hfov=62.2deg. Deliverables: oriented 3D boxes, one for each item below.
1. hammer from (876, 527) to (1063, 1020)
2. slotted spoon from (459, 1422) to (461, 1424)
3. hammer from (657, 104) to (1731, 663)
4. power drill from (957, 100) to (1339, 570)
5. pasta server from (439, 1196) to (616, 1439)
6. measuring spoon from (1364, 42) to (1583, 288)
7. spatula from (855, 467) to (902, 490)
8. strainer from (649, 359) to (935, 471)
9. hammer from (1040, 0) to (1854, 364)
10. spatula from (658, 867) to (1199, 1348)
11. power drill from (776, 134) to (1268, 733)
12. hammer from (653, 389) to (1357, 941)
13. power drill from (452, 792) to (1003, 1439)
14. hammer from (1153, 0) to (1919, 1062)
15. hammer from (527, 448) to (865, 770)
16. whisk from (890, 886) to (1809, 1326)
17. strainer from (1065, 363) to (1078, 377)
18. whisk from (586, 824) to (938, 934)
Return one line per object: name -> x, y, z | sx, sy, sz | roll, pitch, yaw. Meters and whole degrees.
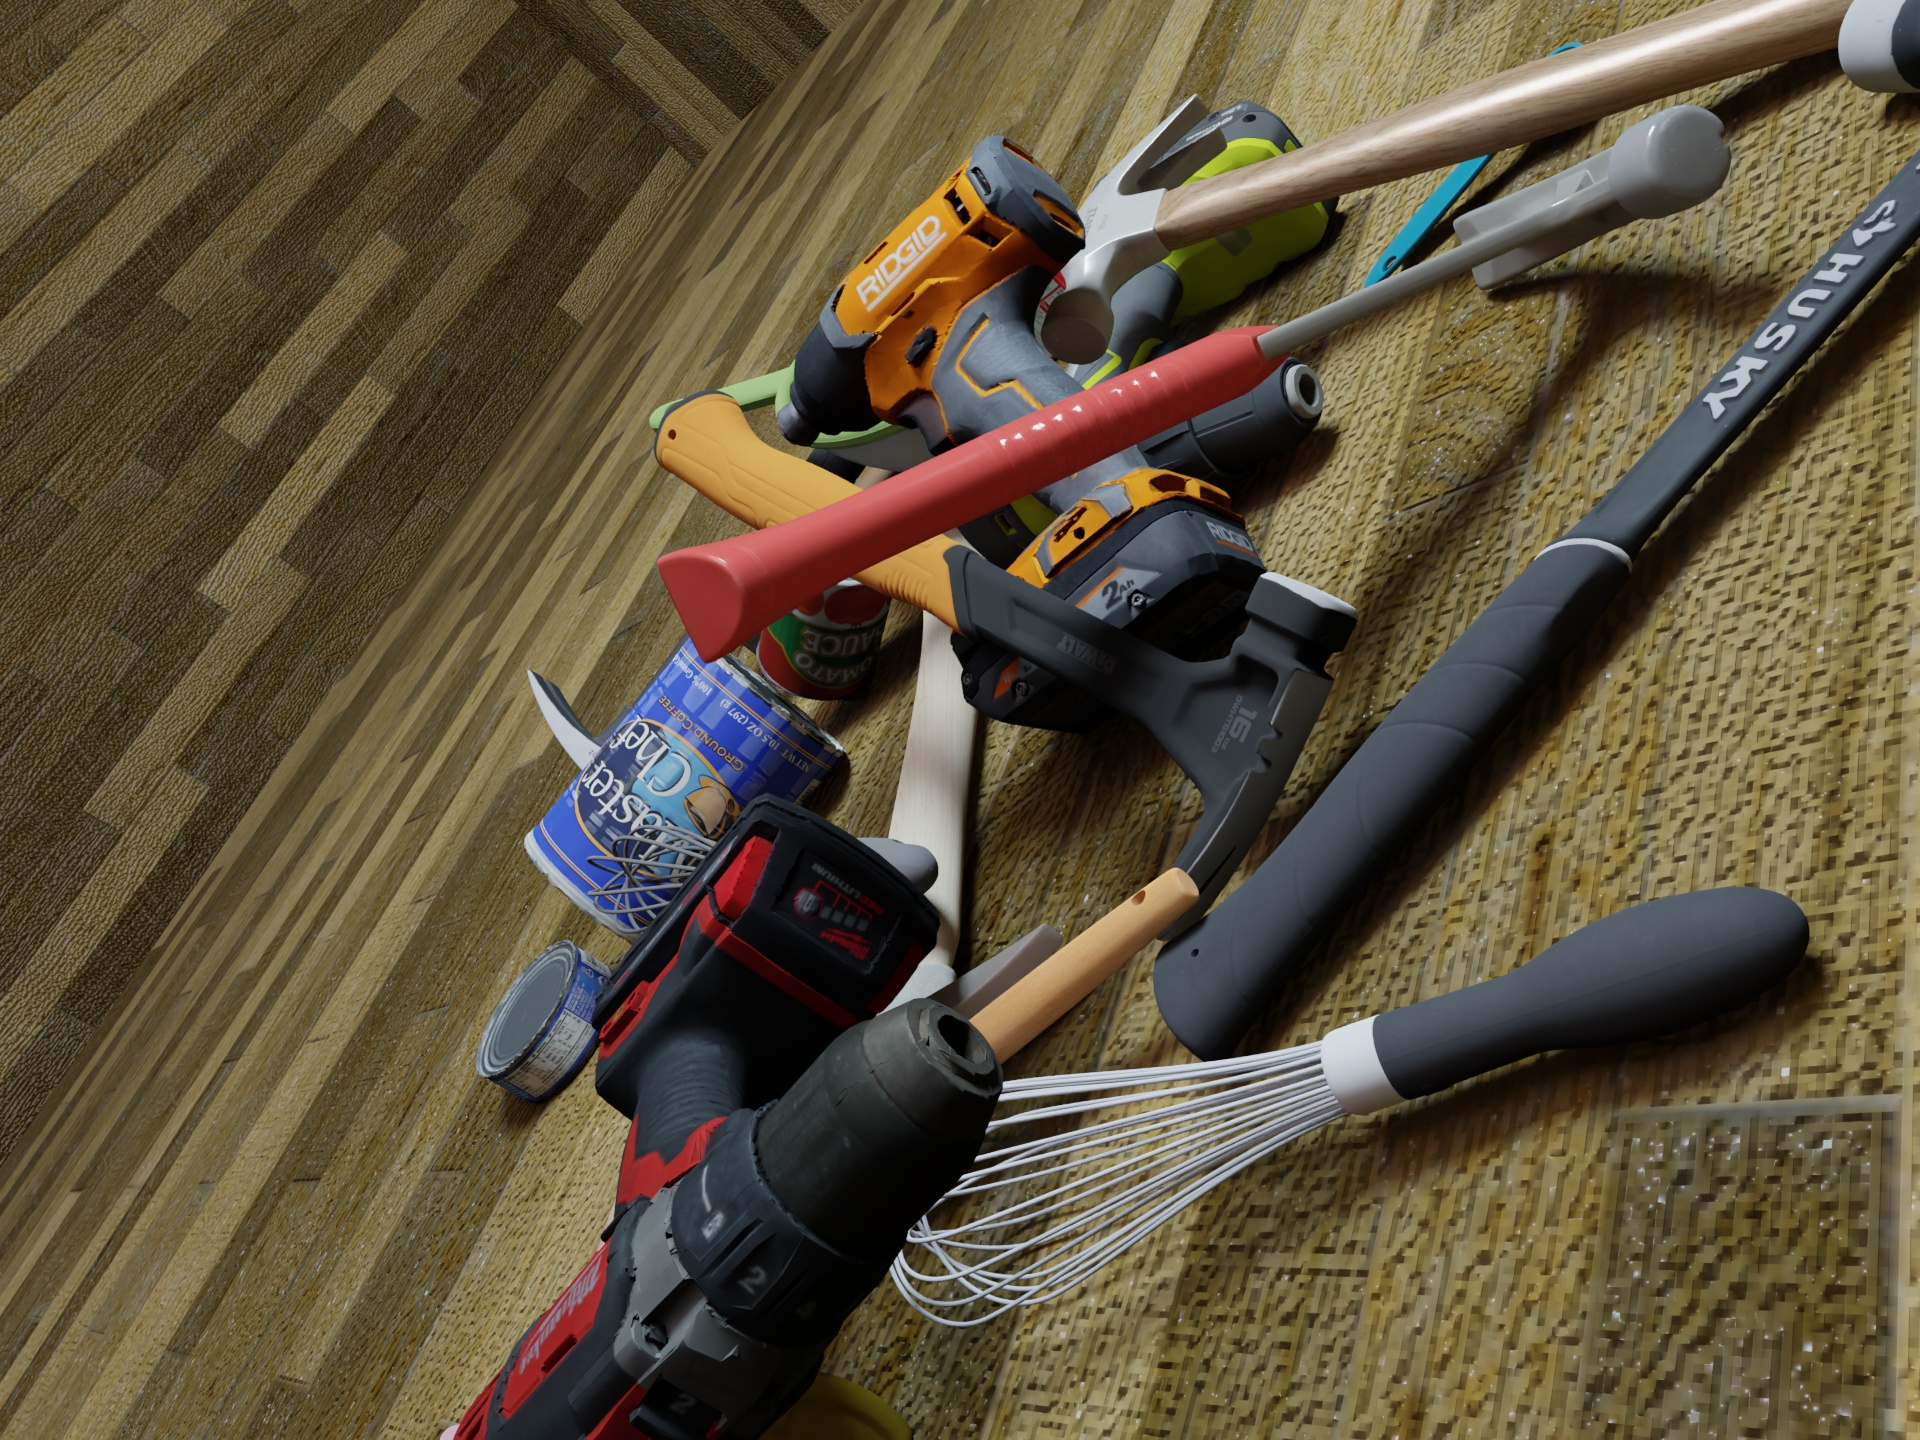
hammer -> -0.001, -0.002, 0.730 | 0.146, 0.038, 0.411 | -35, 29, 28
slotted spoon -> -0.126, 0.198, 0.677 | 0.314, 0.031, 0.070 | -57, 23, -18
hammer -> 0.069, -0.111, 0.539 | 0.359, 0.036, 0.149 | -26, 7, -9
power drill -> 0.103, -0.184, 0.757 | 0.190, 0.080, 0.229 | -14, 45, 46
pasta server -> -0.132, 0.194, 0.611 | 0.040, 0.060, 0.316 | -30, 24, 24
measuring spoon -> 0.227, -0.234, 0.692 | 0.128, 0.021, 0.042 | -49, 22, 28
spatula -> -0.028, -0.206, 1.046 | 0.317, 0.044, 0.082 | -48, 17, 9
strainer -> -0.064, -0.174, 0.893 | 0.256, 0.069, 0.152 | -7, 45, 33
hammer -> 0.185, -0.237, 0.646 | 0.331, 0.031, 0.130 | -8, 53, 36
spatula -> -0.035, 0.155, 0.551 | 0.322, 0.041, 0.081 | -42, 25, 22
power drill -> 0.012, -0.109, 0.665 | 0.164, 0.084, 0.227 | -37, 65, 27
hammer -> -0.015, -0.049, 0.607 | 0.337, 0.034, 0.127 | 32, 103, 37
power drill -> -0.057, 0.109, 0.466 | 0.188, 0.080, 0.227 | -50, 14, 18
hammer -> 0.200, -0.058, 0.468 | 0.409, 0.036, 0.149 | -50, 26, 4
hammer -> -0.116, -0.099, 0.935 | 0.335, 0.146, 0.035 | -56, -19, -5
whisk -> 0.082, 0.103, 0.428 | 0.284, 0.070, 0.070 | -28, 32, 30
strainer -> 0.093, -0.240, 0.897 | 0.087, 0.050, 0.258 | 12, 68, 47
whisk -> -0.091, 0.066, 0.682 | 0.239, 0.055, 0.055 | -9, 47, 48
